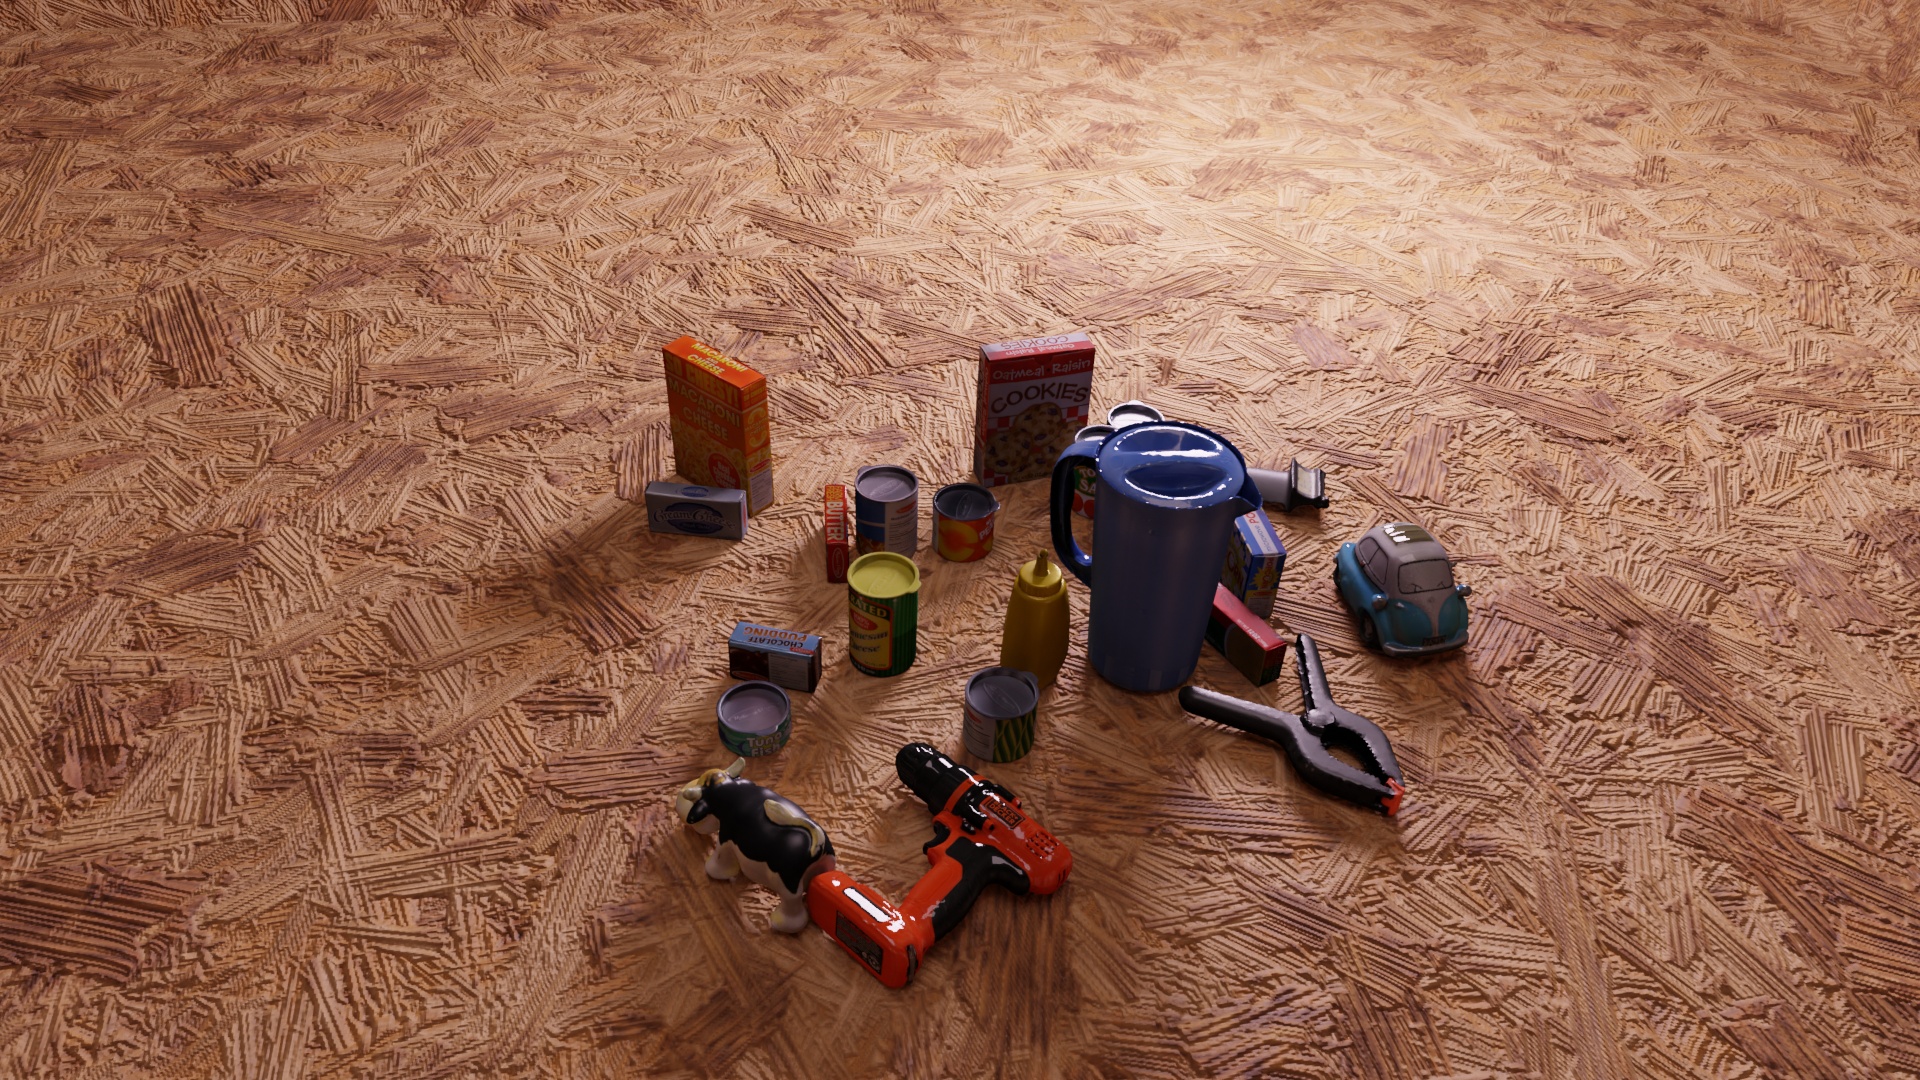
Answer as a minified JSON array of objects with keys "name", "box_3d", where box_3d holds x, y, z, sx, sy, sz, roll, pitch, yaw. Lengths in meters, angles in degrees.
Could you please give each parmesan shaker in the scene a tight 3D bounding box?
[{"name":"parmesan shaker","box_3d":[-0.071,0.072,1.308,0.071,0.102,0.072,2,38,-1]}]

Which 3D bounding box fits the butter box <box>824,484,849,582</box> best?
[{"name":"butter box","box_3d":[-0.129,-0.008,1.446,0.024,0.052,0.104,-1,39,-5]}]

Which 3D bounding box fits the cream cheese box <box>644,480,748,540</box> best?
[{"name":"cream cheese box","box_3d":[-0.278,-0.031,1.465,0.104,0.053,0.024,6,38,4]}]

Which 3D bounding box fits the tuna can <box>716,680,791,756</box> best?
[{"name":"tuna can","box_3d":[-0.184,0.161,1.245,0.071,0.032,0.071,2,38,-1]}]

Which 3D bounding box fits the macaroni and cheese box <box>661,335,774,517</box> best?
[{"name":"macaroni and cheese box","box_3d":[-0.259,-0.123,1.492,0.124,0.165,0.040,28,45,29]}]

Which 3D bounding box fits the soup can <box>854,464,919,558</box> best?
[{"name":"soup can","box_3d":[-0.079,-0.029,1.450,0.071,0.083,0.072,2,38,-1]}]

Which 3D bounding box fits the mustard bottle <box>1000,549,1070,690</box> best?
[{"name":"mustard bottle","box_3d":[0.071,0.067,1.278,0.049,0.159,0.065,29,45,30]}]

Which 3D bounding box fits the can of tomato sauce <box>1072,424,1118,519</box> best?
[{"name":"can of tomato sauce","box_3d":[0.153,-0.073,1.522,0.071,0.082,0.071,2,38,-1]}]

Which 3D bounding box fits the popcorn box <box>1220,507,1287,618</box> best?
[{"name":"popcorn box","box_3d":[0.290,0.008,1.426,0.038,0.084,0.127,-4,39,-9]}]

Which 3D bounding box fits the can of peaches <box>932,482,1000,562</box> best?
[{"name":"can of peaches","box_3d":[0.005,-0.018,1.463,0.071,0.057,0.071,2,38,-1]}]

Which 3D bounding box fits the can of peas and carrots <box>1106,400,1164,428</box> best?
[{"name":"can of peas and carrots","box_3d":[0.199,-0.118,1.601,0.071,0.058,0.071,2,38,-1]}]

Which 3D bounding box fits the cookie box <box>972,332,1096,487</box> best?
[{"name":"cookie box","box_3d":[0.081,-0.143,1.538,0.123,0.166,0.040,-10,40,-15]}]

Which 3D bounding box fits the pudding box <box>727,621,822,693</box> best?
[{"name":"pudding box","box_3d":[-0.173,0.109,1.298,0.084,0.049,0.030,9,39,8]}]

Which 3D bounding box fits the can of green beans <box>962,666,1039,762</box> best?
[{"name":"can of green beans","box_3d":[0.036,0.156,1.245,0.071,0.057,0.071,2,38,-1]}]

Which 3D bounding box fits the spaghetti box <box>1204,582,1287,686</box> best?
[{"name":"spaghetti box","box_3d":[0.232,0.051,1.397,0.029,0.049,0.251,-19,43,-25]}]
